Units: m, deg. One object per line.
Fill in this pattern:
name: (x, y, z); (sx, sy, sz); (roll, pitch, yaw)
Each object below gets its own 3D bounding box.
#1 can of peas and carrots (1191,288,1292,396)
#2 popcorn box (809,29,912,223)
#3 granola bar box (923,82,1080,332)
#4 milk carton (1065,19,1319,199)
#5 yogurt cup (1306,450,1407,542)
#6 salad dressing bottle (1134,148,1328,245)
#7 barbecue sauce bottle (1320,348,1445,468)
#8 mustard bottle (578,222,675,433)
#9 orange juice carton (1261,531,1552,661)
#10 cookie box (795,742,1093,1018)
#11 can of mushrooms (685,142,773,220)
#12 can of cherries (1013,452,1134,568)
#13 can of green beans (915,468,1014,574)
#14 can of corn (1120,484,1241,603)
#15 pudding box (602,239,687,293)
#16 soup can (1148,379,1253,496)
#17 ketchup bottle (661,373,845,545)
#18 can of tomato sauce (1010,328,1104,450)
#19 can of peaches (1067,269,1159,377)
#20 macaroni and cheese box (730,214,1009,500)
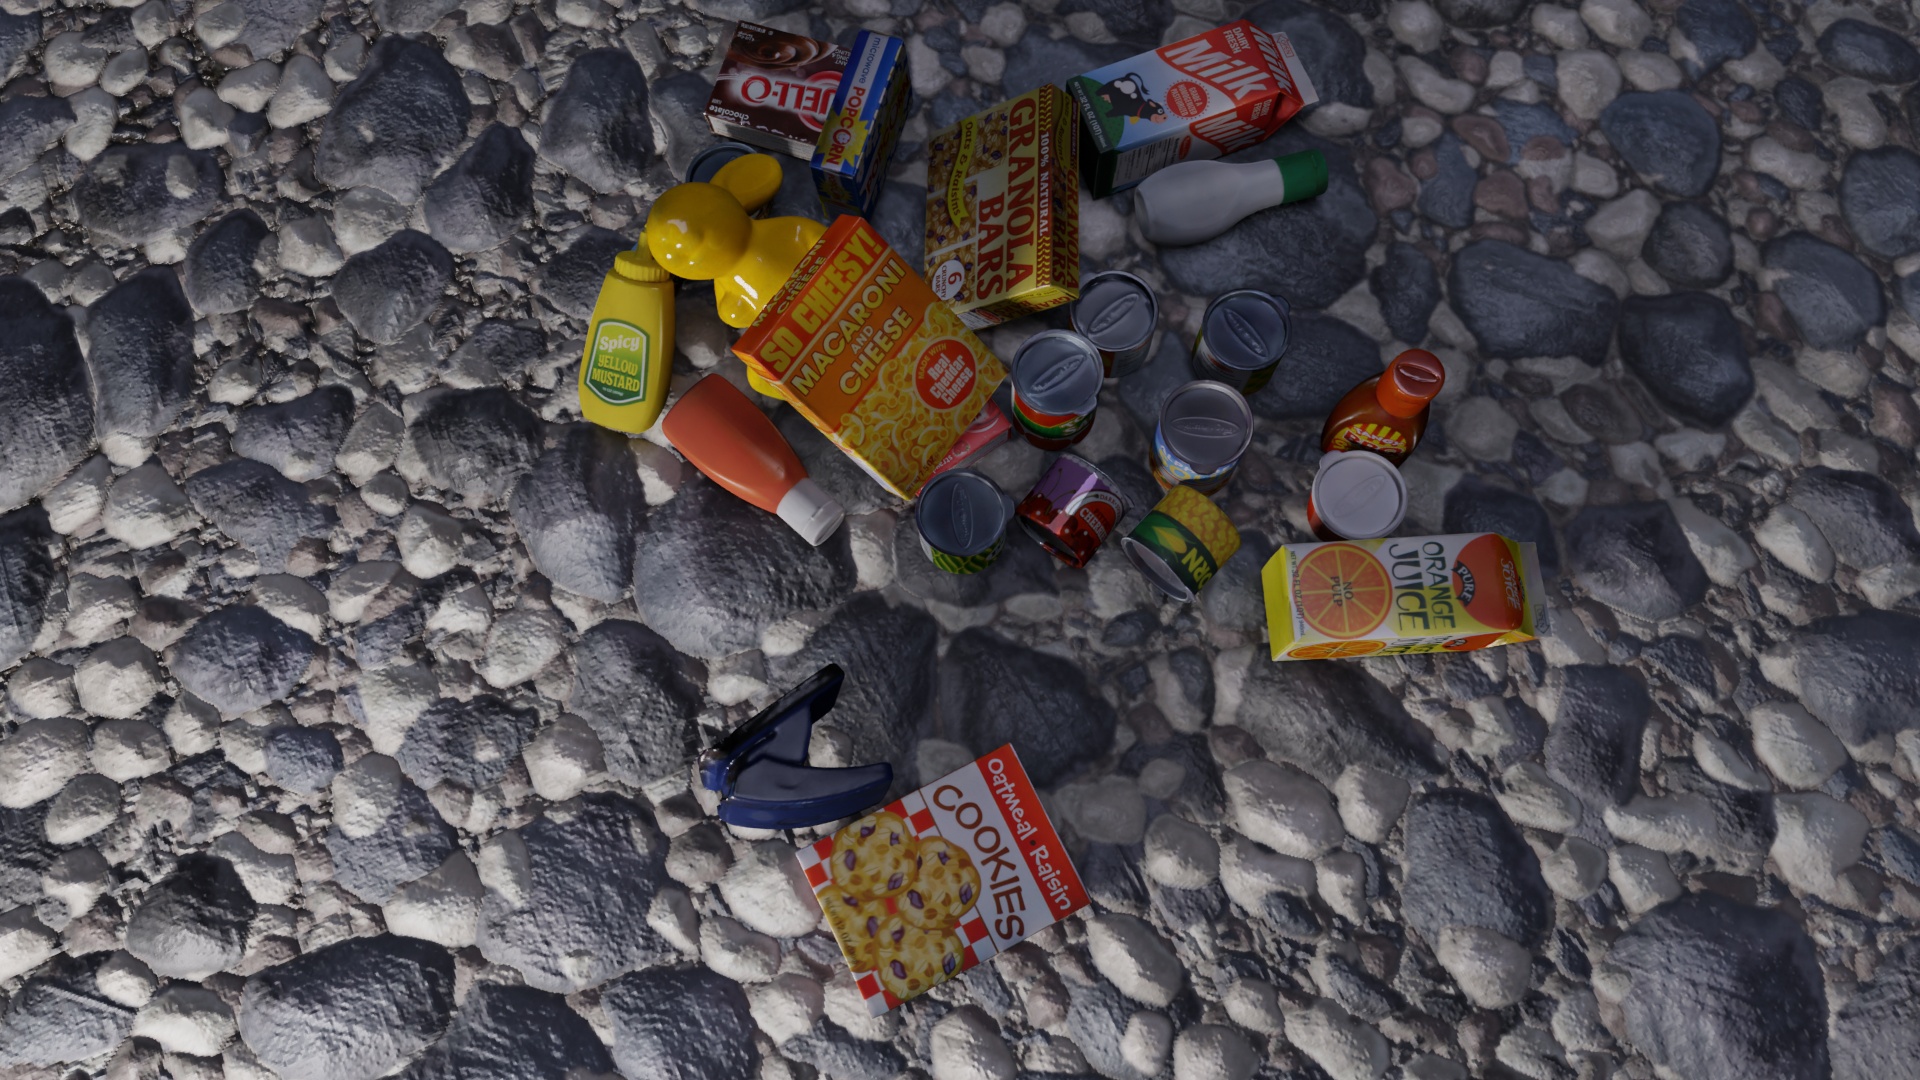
can of peas and carrots: (0.213, -0.150, 1.049); (0.071, 0.058, 0.071); (0, 75, 1)
popcorn box: (-0.076, -0.321, 1.089); (0.038, 0.085, 0.127); (16, 76, 7)
granola bar box: (0.031, -0.248, 1.058); (0.124, 0.039, 0.166); (-11, 71, 38)
milk carton: (0.182, -0.346, 1.096); (0.191, 0.073, 0.072); (-19, 75, -4)
yogurt cup: (0.286, -0.026, 1.016); (0.072, 0.054, 0.072); (0, 75, 1)
salad dressing bottle: (0.213, -0.273, 1.092); (0.148, 0.044, 0.064); (-14, 73, -4)
barbecue sauce bottle: (0.303, -0.091, 0.985); (0.065, 0.148, 0.044); (19, 76, 6)
mustard bottle: (-0.242, -0.161, 1.026); (0.065, 0.049, 0.159); (14, 113, 2)
orange juice carton: (0.319, 0.040, 0.987); (0.193, 0.073, 0.072); (-3, 74, 0)
cookie box: (-0.010, 0.232, 0.959); (0.167, 0.040, 0.123); (-26, 76, -5)
can of mushrooms: (-0.181, -0.279, 1.107); (0.071, 0.033, 0.071); (0, 74, 1)
can of cherries: (0.082, -0.021, 1.010); (0.071, 0.071, 0.058); (38, 79, 10)
can of green beans: (0.001, -0.013, 1.016); (0.071, 0.057, 0.071); (0, 75, 1)
can of corn: (0.162, 0.003, 1.003); (0.071, 0.071, 0.058); (43, 79, 11)
pudding box: (-0.236, -0.212, 1.081); (0.030, 0.049, 0.084); (34, 77, 11)
soup can: (0.174, -0.070, 1.015); (0.071, 0.083, 0.071); (0, 75, 2)
ketchup bottle: (-0.151, -0.057, 1.039); (0.149, 0.043, 0.065); (41, 80, 11)
can of tomato sauce: (0.072, -0.109, 1.028); (0.071, 0.083, 0.071); (0, 75, 1)
can of peaches: (0.114, -0.165, 1.056); (0.071, 0.058, 0.071); (0, 75, 2)
macaroni and cheese box: (-0.060, -0.126, 0.973); (0.166, 0.040, 0.124); (42, 80, -34)
